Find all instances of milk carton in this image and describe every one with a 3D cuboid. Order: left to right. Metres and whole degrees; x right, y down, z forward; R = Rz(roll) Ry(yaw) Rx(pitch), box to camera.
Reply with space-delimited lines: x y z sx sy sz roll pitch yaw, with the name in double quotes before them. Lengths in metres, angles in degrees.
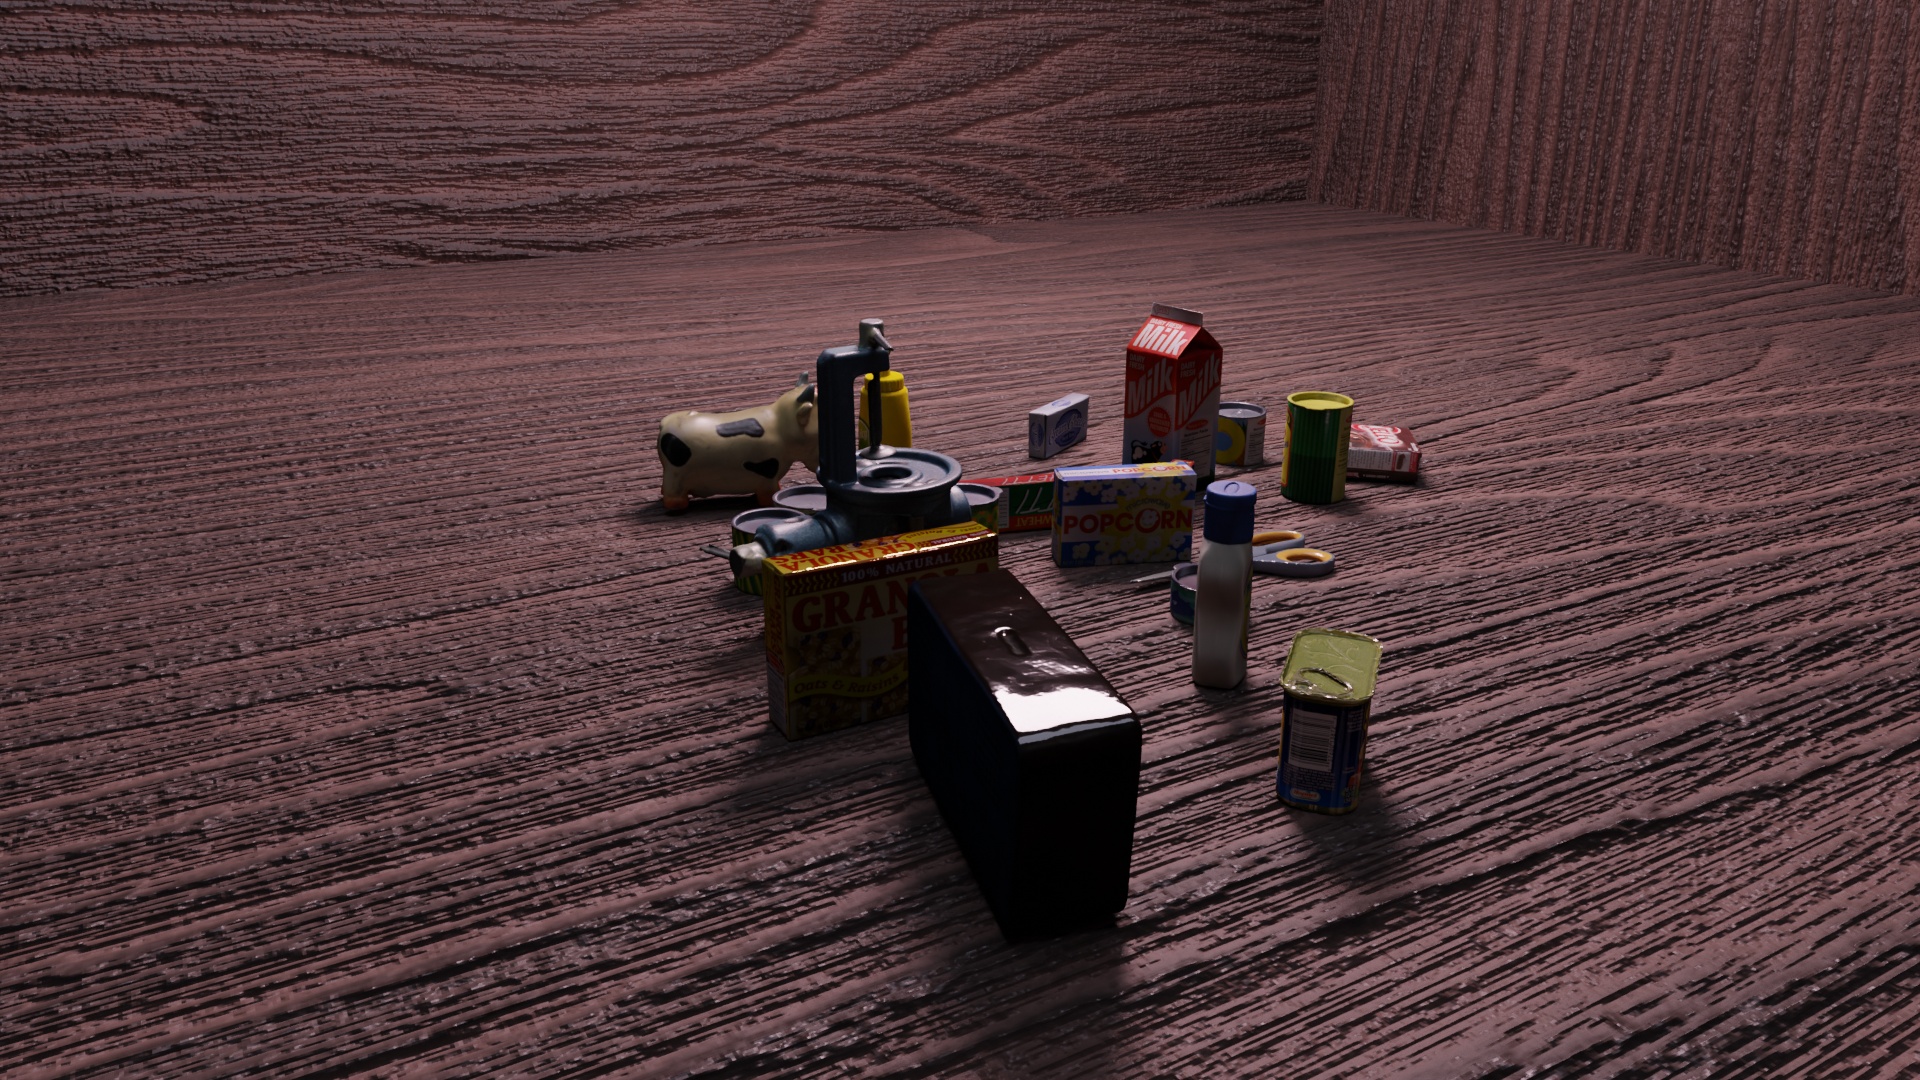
"milk carton" 0.219 -0.147 1.439 0.074 0.189 0.072 -16 26 -37

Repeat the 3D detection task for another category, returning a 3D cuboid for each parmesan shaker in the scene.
"parmesan shaker" 0.364 -0.094 1.425 0.071 0.102 0.071 0 20 0

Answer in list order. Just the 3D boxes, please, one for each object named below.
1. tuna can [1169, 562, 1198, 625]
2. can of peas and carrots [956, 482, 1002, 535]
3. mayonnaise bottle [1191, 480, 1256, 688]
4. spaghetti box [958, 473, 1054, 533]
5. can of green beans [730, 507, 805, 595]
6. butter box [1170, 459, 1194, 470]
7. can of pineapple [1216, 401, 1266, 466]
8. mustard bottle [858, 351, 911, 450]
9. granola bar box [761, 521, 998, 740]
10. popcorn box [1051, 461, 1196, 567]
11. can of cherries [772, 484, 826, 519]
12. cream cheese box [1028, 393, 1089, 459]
"tuna can" 0.205 0.044 1.153 0.071 0.032 0.071 0 21 0
"can of peas and carrots" 0.005 -0.016 1.272 0.071 0.058 0.071 0 20 0
"mayonnaise bottle" 0.195 0.031 1.025 0.041 0.147 0.065 7 21 16
"spaghetti box" 0.069 -0.036 1.340 0.250 0.050 0.029 -5 21 -15
"can of green beans" -0.164 0.009 1.203 0.071 0.057 0.071 0 20 0
"butter box" 0.201 -0.040 1.348 0.024 0.053 0.104 10 22 23
"can of pineapple" 0.306 -0.120 1.557 0.071 0.057 0.071 0 20 0
"mustard bottle" -0.077 -0.118 1.399 0.049 0.159 0.065 -8 22 -21
"granola bar box" -0.053 0.061 0.974 0.166 0.123 0.039 -11 23 -27
"popcorn box" 0.147 -0.024 1.259 0.127 0.085 0.038 -3 21 -9
"can of cherries" -0.136 -0.013 1.261 0.071 0.058 0.072 0 20 0
"cream cheese box" 0.113 -0.132 1.589 0.024 0.053 0.104 13 24 31
